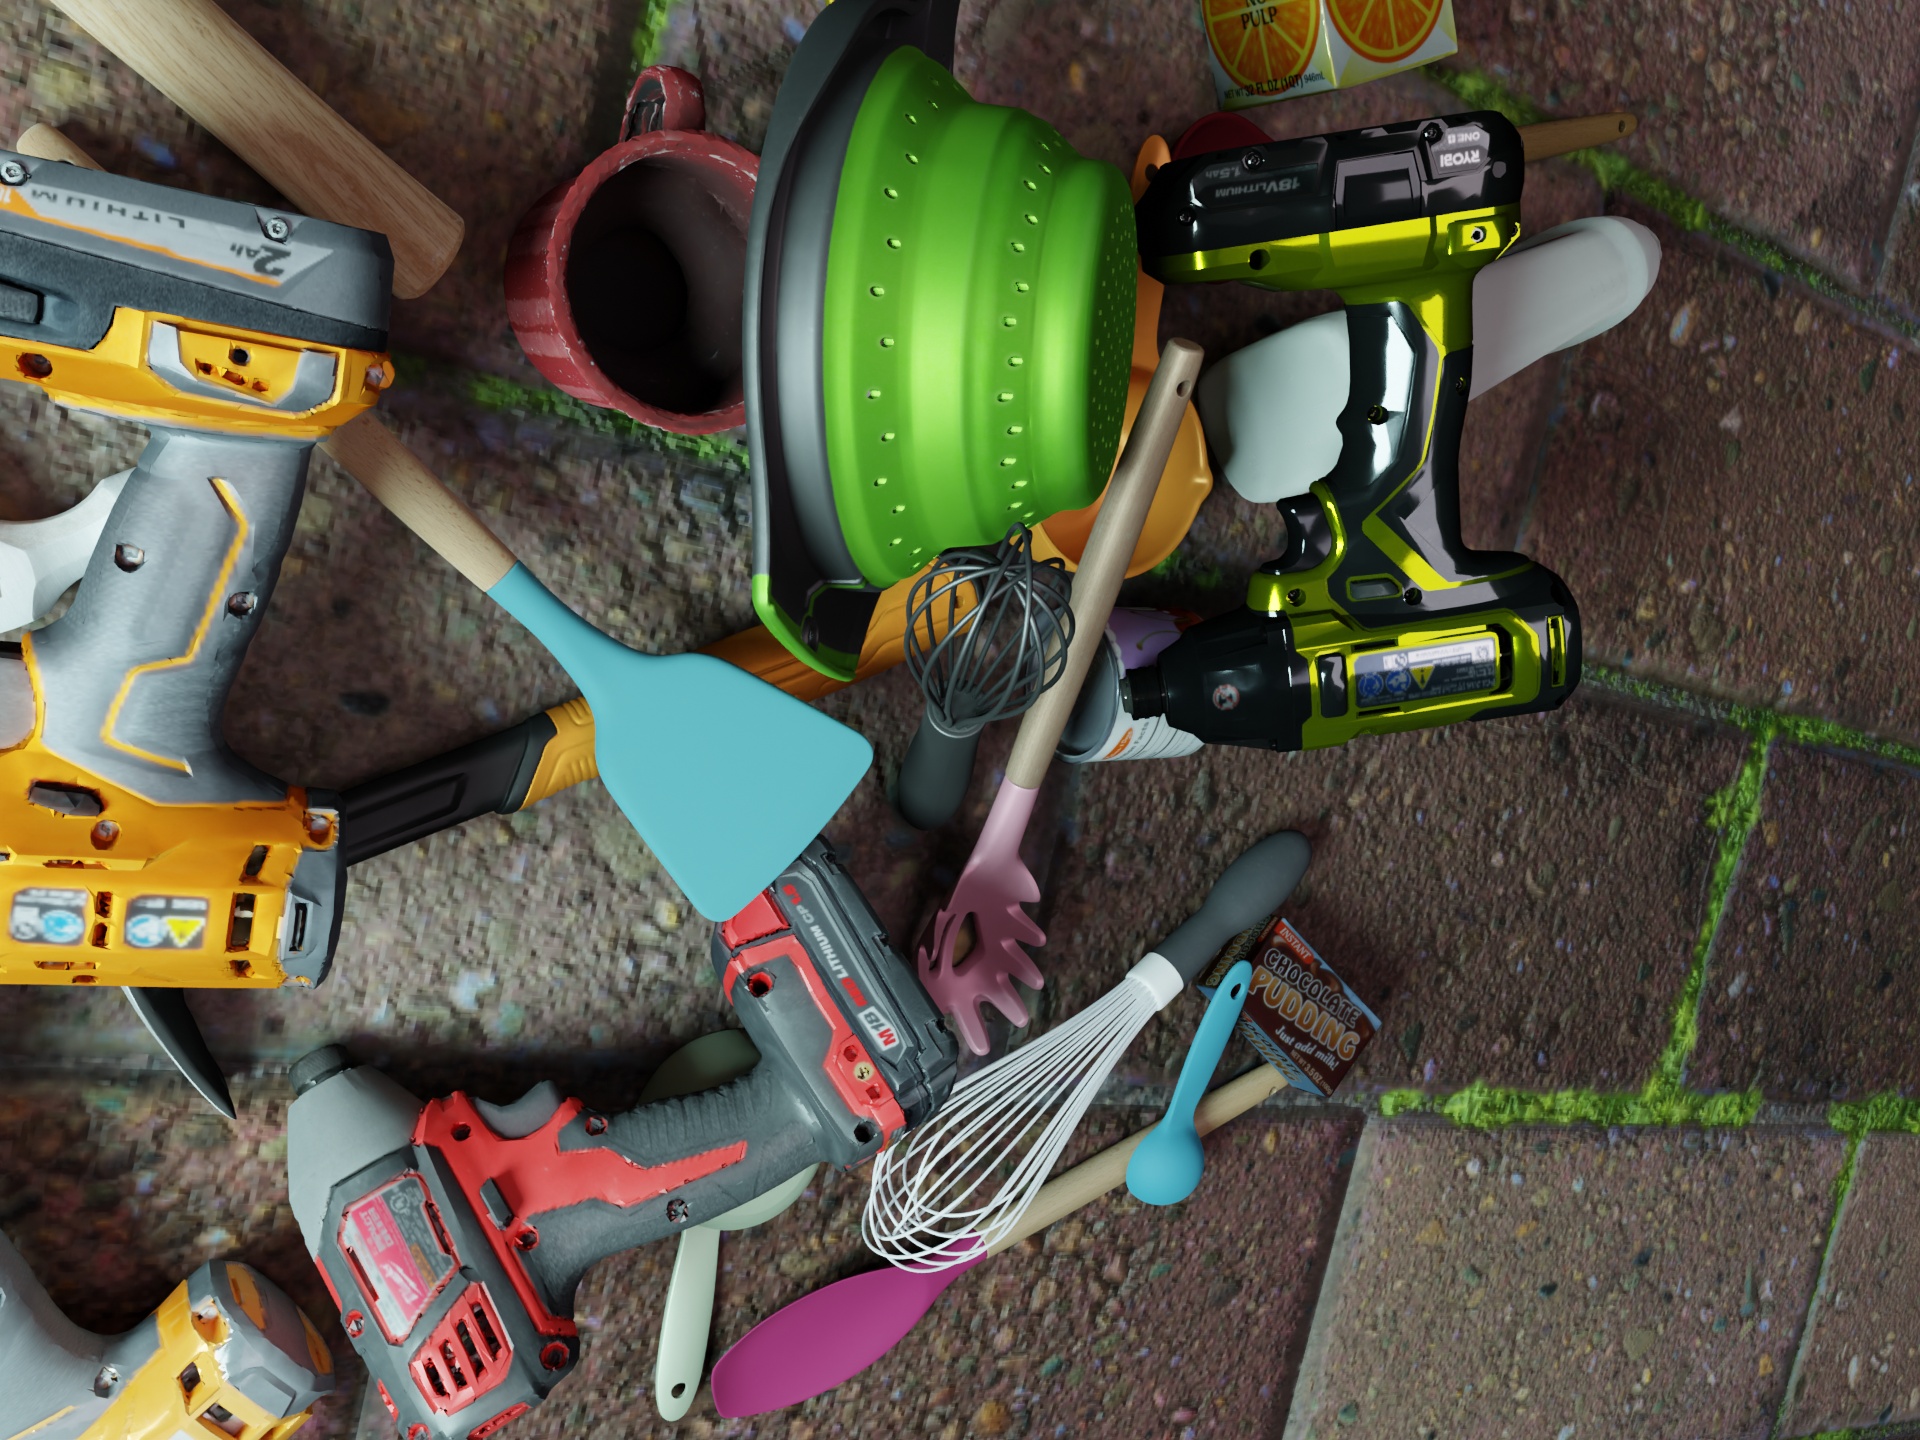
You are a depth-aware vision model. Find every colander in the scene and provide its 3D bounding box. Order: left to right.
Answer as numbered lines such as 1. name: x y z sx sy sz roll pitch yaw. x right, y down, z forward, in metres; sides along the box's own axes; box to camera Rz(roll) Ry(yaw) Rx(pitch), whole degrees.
1. colander: 0.018 -0.208 0.540 0.204 0.094 0.397 44 54 -75

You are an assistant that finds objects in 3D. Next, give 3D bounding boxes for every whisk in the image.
1. whisk: 0.000 -0.001 0.561 0.055 0.238 0.055 3 69 -7
2. whisk: 0.065 0.138 0.717 0.284 0.070 0.070 -39 118 -24

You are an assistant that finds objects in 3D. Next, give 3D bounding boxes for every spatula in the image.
1. spatula: -0.165 -0.066 0.512 0.082 0.044 0.317 -48 110 -8

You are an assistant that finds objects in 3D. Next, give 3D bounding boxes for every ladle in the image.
1. ladle: 0.205 -0.254 0.726 0.315 0.031 0.069 -19 116 -28

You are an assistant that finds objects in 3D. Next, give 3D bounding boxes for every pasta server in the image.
1. pasta server: 0.036 0.005 0.615 0.060 0.040 0.316 -2 126 -32

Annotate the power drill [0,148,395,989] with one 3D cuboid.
1. power drill: -0.246 -0.034 0.436 0.164 0.084 0.226 6 103 -28

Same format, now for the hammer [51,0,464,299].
1. hammer: -0.272 -0.239 0.427 0.331 0.031 0.130 41 58 -36

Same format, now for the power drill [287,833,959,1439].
1. power drill: -0.123 0.137 0.567 0.219 0.078 0.143 -30 74 -20

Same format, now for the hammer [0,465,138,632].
1. hammer: -0.343 -0.169 0.415 0.128 0.033 0.330 -30 114 -23

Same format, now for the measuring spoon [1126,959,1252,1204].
1. measuring spoon: 0.114 0.172 0.739 0.042 0.021 0.128 9 106 -38

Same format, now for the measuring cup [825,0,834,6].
1. measuring cup: -0.038 -0.277 0.573 0.062 0.029 0.156 -24 111 -24

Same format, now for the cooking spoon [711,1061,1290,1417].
1. cooking spoon: 0.030 0.229 0.733 0.319 0.017 0.068 -21 128 -26

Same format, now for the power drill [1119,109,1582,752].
1. power drill: 0.136 -0.100 0.594 0.171 0.080 0.223 -8 107 1

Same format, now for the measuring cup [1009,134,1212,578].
1. measuring cup: 0.056 -0.145 0.647 0.095 0.052 0.173 2 98 -31

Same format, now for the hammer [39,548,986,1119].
1. hammer: -0.133 0.014 0.579 0.337 0.034 0.127 -24 111 -24

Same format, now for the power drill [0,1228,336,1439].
1. power drill: -0.334 0.206 0.480 0.185 0.084 0.226 -42 123 -14

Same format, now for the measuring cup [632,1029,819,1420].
1. measuring cup: -0.098 0.210 0.641 0.083 0.038 0.167 7 95 -32
